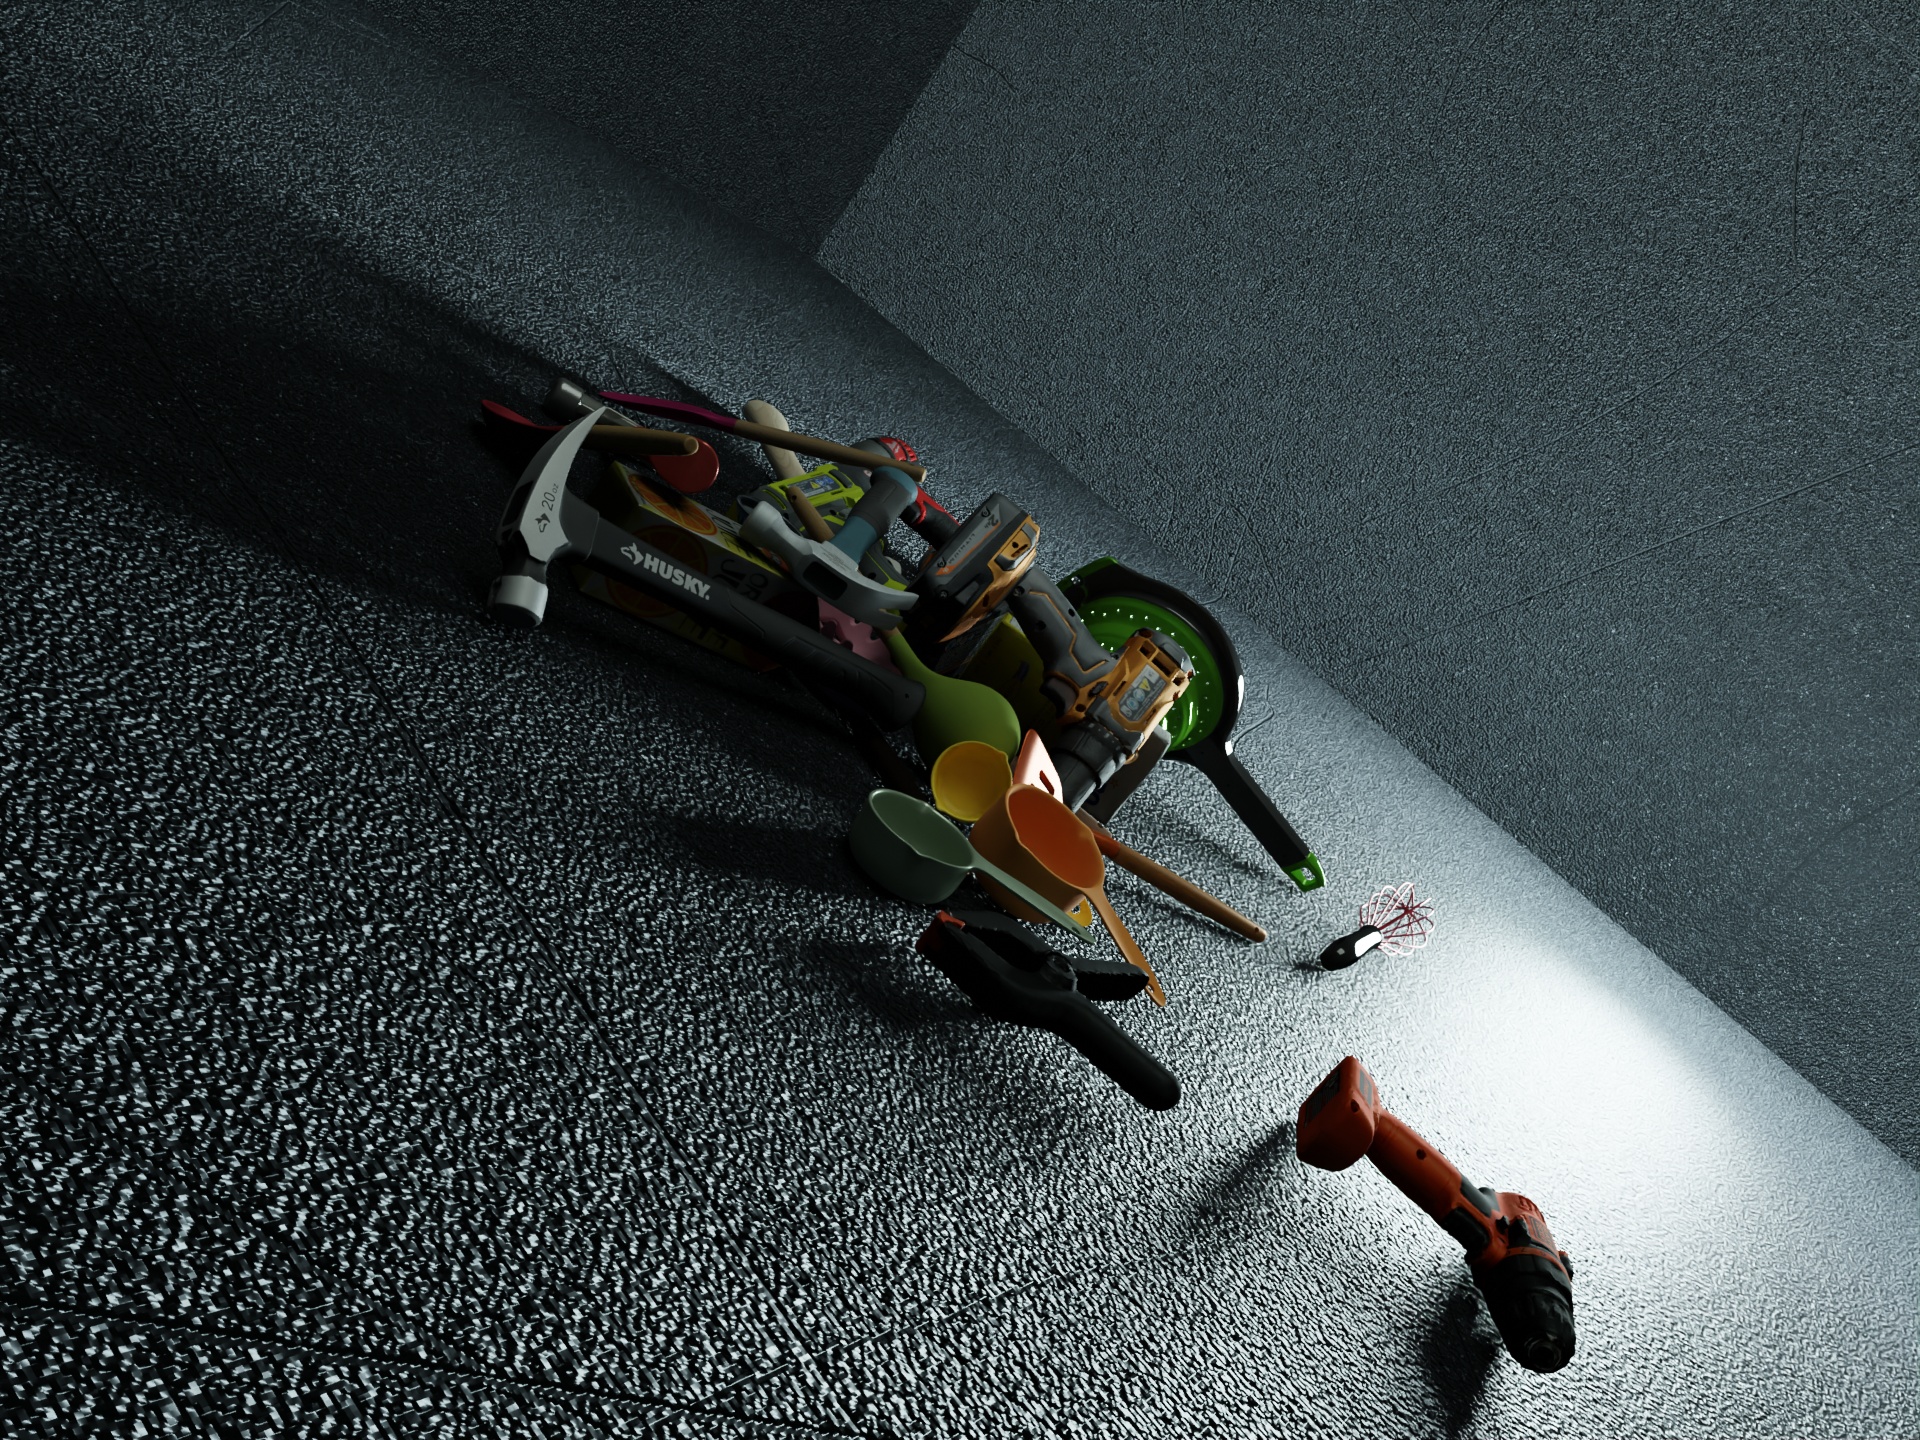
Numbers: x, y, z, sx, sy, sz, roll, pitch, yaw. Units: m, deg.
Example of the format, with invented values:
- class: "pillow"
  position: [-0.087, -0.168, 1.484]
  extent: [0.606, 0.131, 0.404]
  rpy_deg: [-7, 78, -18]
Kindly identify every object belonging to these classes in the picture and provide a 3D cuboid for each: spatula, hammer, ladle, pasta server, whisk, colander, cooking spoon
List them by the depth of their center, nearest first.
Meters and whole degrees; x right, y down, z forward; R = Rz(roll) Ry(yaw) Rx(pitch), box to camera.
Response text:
- class: "hammer"
  position: [-0.145, -0.073, 1.031]
  extent: [0.334, 0.035, 0.146]
  rpy_deg: [27, 61, -40]
- class: "ladle"
  position: [-0.257, -0.195, 1.092]
  extent: [0.069, 0.031, 0.316]
  rpy_deg: [25, -5, -38]
- class: "spatula"
  position: [-0.061, 0.018, 1.117]
  extent: [0.059, 0.018, 0.316]
  rpy_deg: [21, 20, -37]
- class: "hammer"
  position: [-0.228, -0.205, 1.216]
  extent: [0.149, 0.037, 0.359]
  rpy_deg: [28, 3, -25]
- class: "ladle"
  position: [-0.056, -0.075, 1.230]
  extent: [0.062, 0.078, 0.320]
  rpy_deg: [24, 26, -53]
- class: "hammer"
  position: [-0.076, -0.151, 1.233]
  extent: [0.128, 0.033, 0.331]
  rpy_deg: [38, 20, -7]
- class: "spatula"
  position: [0.141, 0.110, 1.238]
  extent: [0.322, 0.081, 0.041]
  rpy_deg: [31, -27, -33]
- class: "pasta server"
  position: [-0.002, -0.004, 1.275]
  extent: [0.316, 0.040, 0.060]
  rpy_deg: [38, 32, -1]
- class: "cooking spoon"
  position: [-0.185, -0.267, 1.482]
  extent: [0.319, 0.017, 0.069]
  rpy_deg: [15, 16, 7]
- class: "whisk"
  position: [0.393, 0.202, 1.507]
  extent: [0.073, 0.073, 0.295]
  rpy_deg: [43, 21, 21]
- class: "colander"
  position: [0.210, 0.033, 1.523]
  extent: [0.397, 0.204, 0.094]
  rpy_deg: [50, 48, -8]
- class: "hammer"
  position: [-0.177, -0.250, 1.620]
  extent: [0.146, 0.038, 0.411]
  rpy_deg: [26, 18, -30]

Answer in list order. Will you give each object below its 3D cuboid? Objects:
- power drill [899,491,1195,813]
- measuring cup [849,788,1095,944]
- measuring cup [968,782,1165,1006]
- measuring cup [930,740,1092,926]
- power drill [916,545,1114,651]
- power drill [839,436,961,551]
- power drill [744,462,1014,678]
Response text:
- class: "power drill"
  position: [0.056, -0.045, 1.257]
  extent: [0.226, 0.185, 0.084]
  rpy_deg: [42, -24, -7]
- class: "measuring cup"
  position: [0.005, 0.103, 0.968]
  extent: [0.167, 0.038, 0.083]
  rpy_deg: [33, 16, -9]
- class: "measuring cup"
  position: [0.068, 0.124, 1.038]
  extent: [0.095, 0.052, 0.174]
  rpy_deg: [-2, 55, -57]
- class: "measuring cup"
  position: [0.038, 0.082, 1.112]
  extent: [0.156, 0.062, 0.029]
  rpy_deg: [51, -9, 5]
- class: "power drill"
  position: [0.064, -0.127, 1.705]
  extent: [0.226, 0.084, 0.164]
  rpy_deg: [32, 16, -3]
- class: "power drill"
  position: [-0.031, -0.186, 1.547]
  extent: [0.220, 0.078, 0.143]
  rpy_deg: [47, 19, 3]
- class: "power drill"
  position: [-0.064, -0.138, 1.383]
  extent: [0.223, 0.080, 0.171]
  rpy_deg: [43, 39, 18]
